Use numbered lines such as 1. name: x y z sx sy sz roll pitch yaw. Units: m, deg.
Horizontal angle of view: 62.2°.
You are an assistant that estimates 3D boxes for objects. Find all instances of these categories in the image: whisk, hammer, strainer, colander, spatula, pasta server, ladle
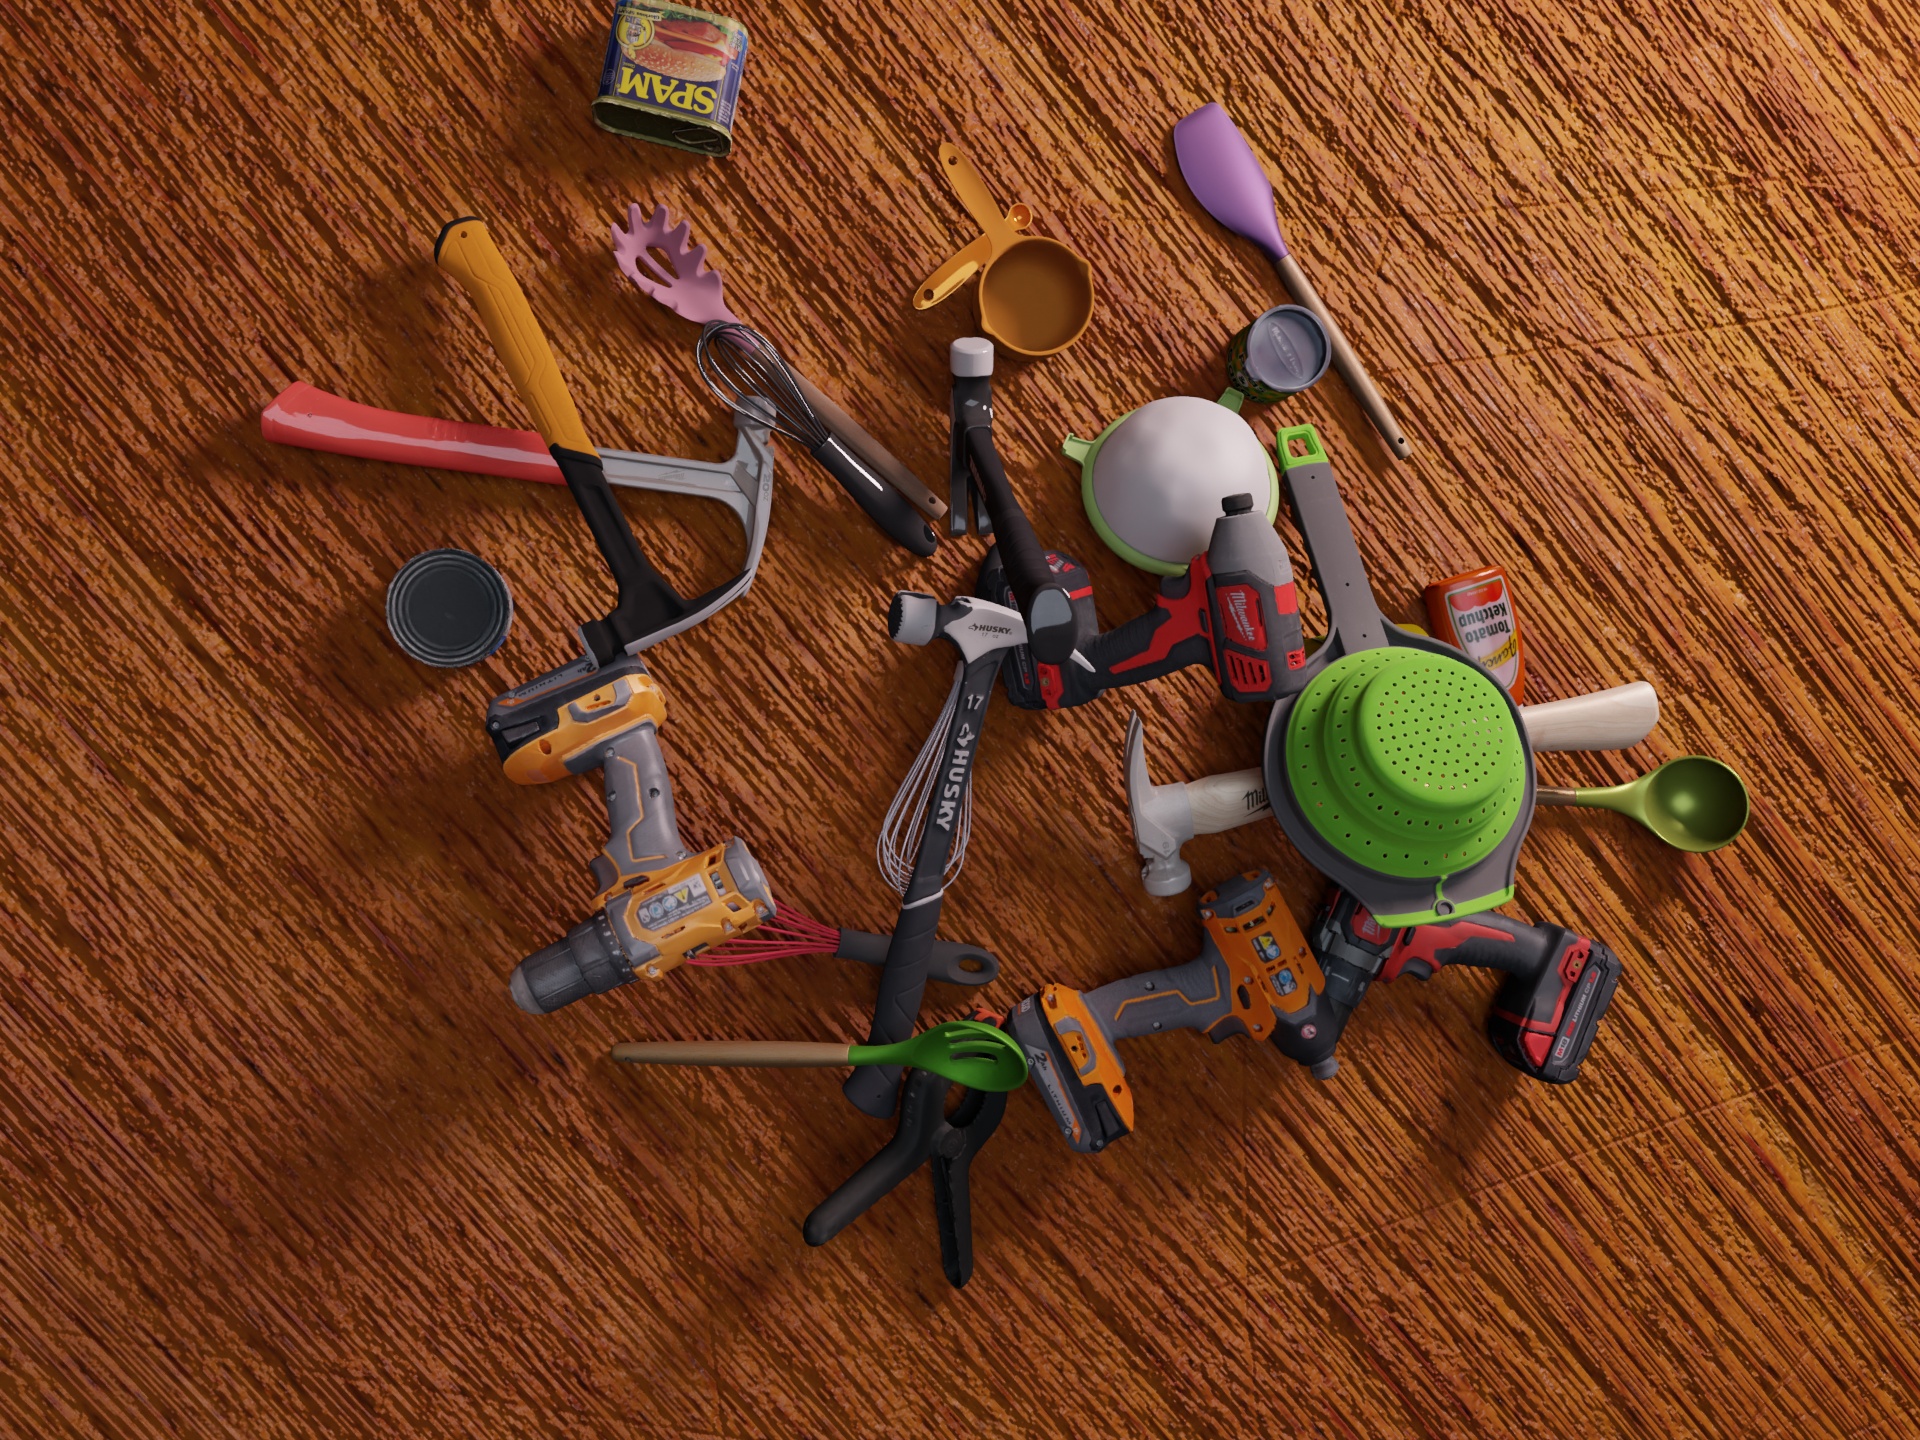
1. whisk: -0.101 -0.200 1.161 0.238 0.055 0.055 42 85 -23
2. hammer: 0.328 0.021 1.213 0.410 0.038 0.146 -13 110 -2
3. whisk: -0.002 -0.004 1.199 0.070 0.070 0.285 17 83 -8
4. strainer: 0.185 -0.140 1.165 0.151 0.069 0.257 -17 69 -8
5. hammer: 0.030 -0.132 1.068 0.035 0.335 0.146 -4 123 -7
6. colander: 0.305 -0.056 1.149 0.204 0.094 0.397 -11 72 -7
7. hammer: -0.317 -0.183 1.156 0.359 0.037 0.149 6 90 -9
8. hammer: -0.018 0.109 1.143 0.149 0.036 0.408 7 110 -20
9. hammer: -0.274 -0.210 1.123 0.127 0.034 0.337 -27 84 -12
10. whisk: -0.110 0.161 1.185 0.295 0.073 0.073 13 90 -15
11. spatula: 0.263 -0.338 1.244 0.060 0.018 0.316 -35 94 -8
12. pasta server: -0.130 -0.259 1.181 0.316 0.040 0.060 41 75 -8
13. ladle: 0.467 0.061 1.265 0.320 0.062 0.078 3 92 -6

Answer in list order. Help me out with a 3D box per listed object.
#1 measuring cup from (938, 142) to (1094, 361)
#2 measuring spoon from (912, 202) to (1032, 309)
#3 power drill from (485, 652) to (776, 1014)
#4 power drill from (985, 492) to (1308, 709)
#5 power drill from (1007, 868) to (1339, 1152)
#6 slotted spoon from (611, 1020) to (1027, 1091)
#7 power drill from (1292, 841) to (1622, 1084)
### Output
1. measuring cup: 0.030 -0.350 1.193 0.095 0.052 0.173 -33 95 -6
2. measuring spoon: 0.008 -0.353 1.213 0.117 0.011 0.021 -41 110 -2
3. power drill: -0.255 0.080 1.111 0.185 0.084 0.226 -27 72 -7
4. power drill: 0.134 -0.080 1.134 0.220 0.078 0.143 -4 101 34
5. power drill: 0.167 0.233 1.194 0.226 0.084 0.164 -28 91 3
6. slotted spoon: -0.105 0.241 1.156 0.314 0.031 0.070 -2 127 11
7. power drill: 0.376 0.207 1.246 0.226 0.080 0.188 25 88 -5
